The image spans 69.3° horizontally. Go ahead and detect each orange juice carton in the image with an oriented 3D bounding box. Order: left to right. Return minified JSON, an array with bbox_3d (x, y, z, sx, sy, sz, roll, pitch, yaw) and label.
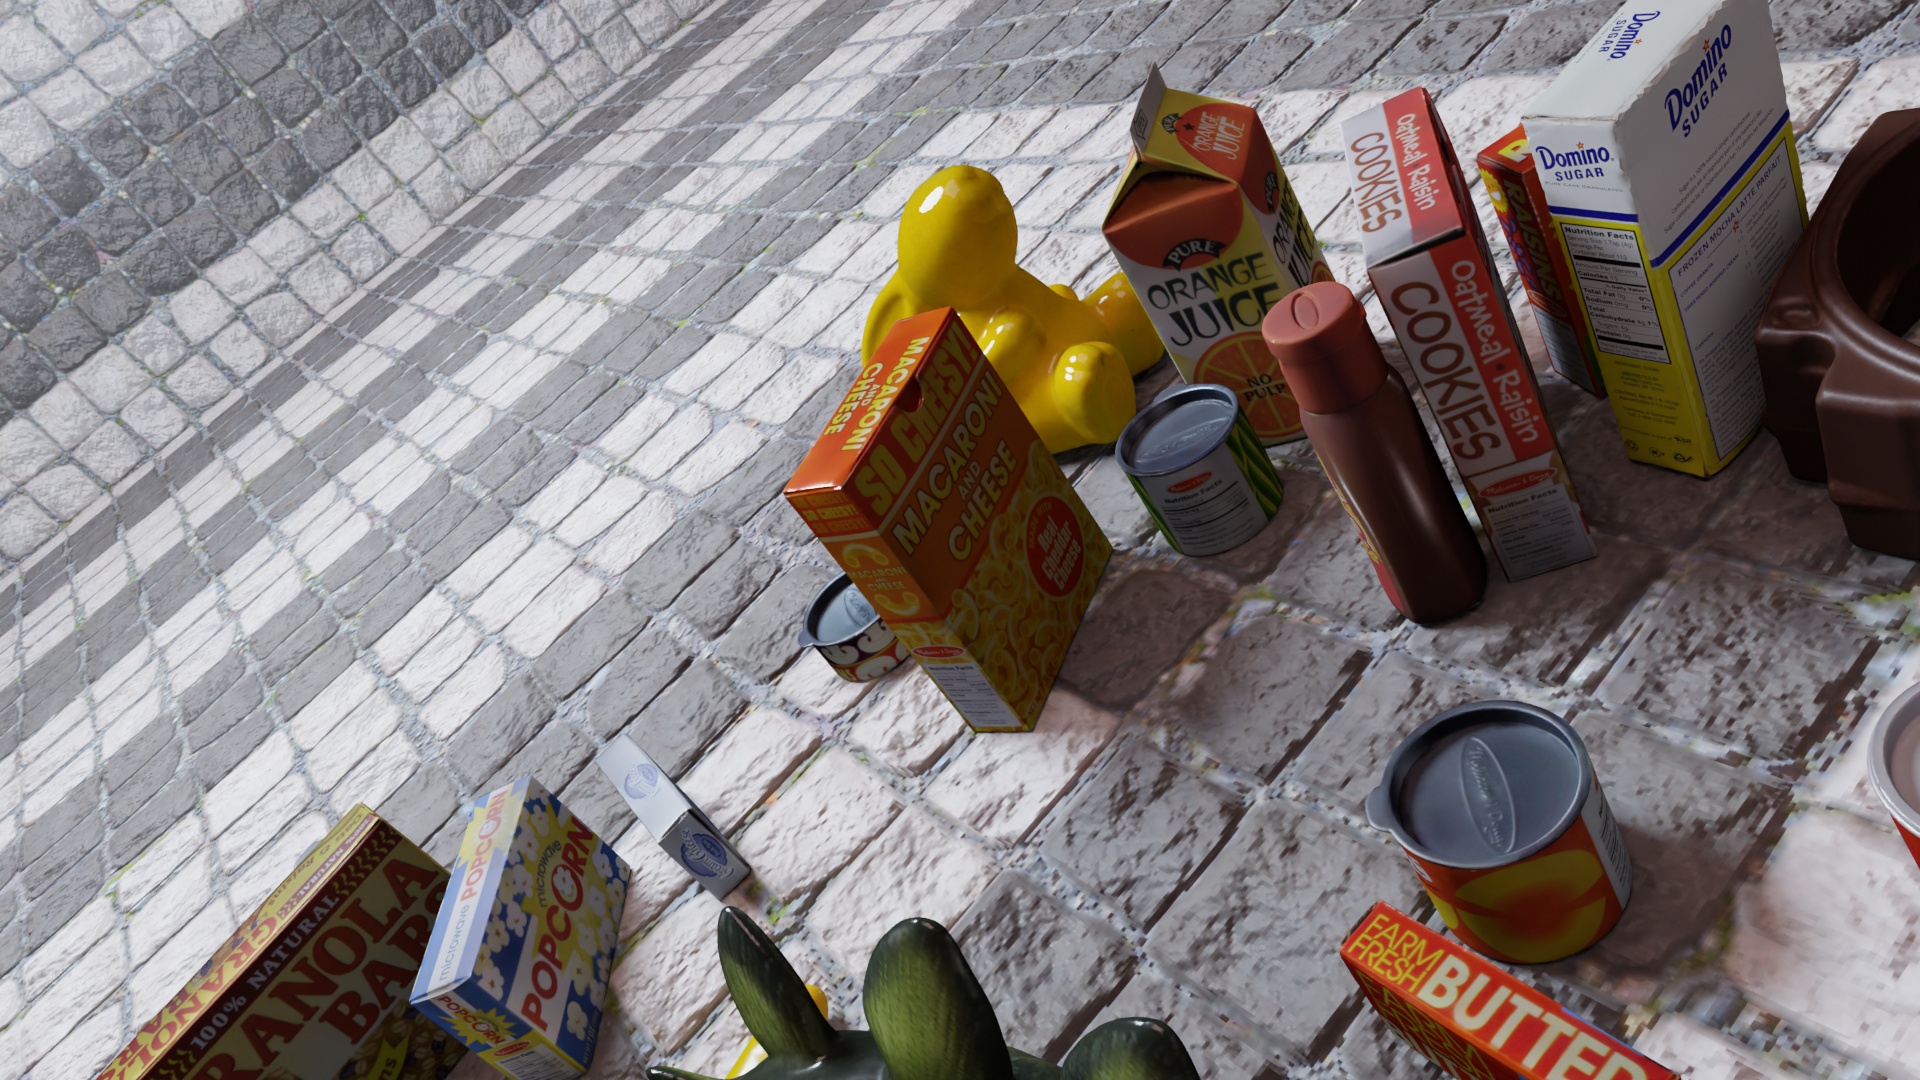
[{"bbox_3d":[0.131,-0.141,0.690,0.073,0.192,0.072,-14,38,32],"label":"orange juice carton"}]

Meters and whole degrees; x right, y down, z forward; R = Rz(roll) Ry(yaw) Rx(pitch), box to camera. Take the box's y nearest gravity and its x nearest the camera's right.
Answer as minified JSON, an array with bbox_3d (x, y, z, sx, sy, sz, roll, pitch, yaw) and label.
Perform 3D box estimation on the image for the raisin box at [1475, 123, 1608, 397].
[{"bbox_3d":[0.287,-0.137,0.603,0.086,0.123,0.040,-33,32,5],"label":"raisin box"}]

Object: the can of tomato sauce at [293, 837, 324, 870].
[{"bbox_3d":[-0.322,0.205,0.769,0.071,0.083,0.071,-25,33,18],"label":"can of tomato sauce"}]

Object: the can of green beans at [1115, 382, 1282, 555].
[{"bbox_3d":[0.119,-0.035,0.691,0.071,0.057,0.071,-25,33,18],"label":"can of green beans"}]

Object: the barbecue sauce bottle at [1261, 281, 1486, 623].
[{"bbox_3d":[0.167,-0.036,0.560,0.043,0.148,0.065,-24,33,19],"label":"barbecue sauce bottle"}]

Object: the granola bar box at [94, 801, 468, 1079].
[{"bbox_3d":[-0.305,0.232,0.678,0.039,0.124,0.166,8,52,49],"label":"granola bar box"}]

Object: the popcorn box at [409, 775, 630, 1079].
[{"bbox_3d":[-0.211,0.190,0.680,0.038,0.085,0.127,-26,33,16],"label":"popcorn box"}]

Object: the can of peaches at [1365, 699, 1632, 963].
[{"bbox_3d":[0.178,0.097,0.460,0.071,0.058,0.071,-25,33,18],"label":"can of peaches"}]

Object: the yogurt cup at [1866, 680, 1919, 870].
[{"bbox_3d":[0.294,0.075,0.383,0.072,0.053,0.073,-25,33,18],"label":"yogurt cup"}]

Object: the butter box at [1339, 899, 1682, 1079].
[{"bbox_3d":[0.164,0.150,0.408,0.024,0.053,0.103,-45,33,-14],"label":"butter box"}]

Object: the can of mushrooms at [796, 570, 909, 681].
[{"bbox_3d":[-0.054,0.045,0.773,0.071,0.033,0.071,-25,33,18],"label":"can of mushrooms"}]

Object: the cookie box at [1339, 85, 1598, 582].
[{"bbox_3d":[0.207,-0.085,0.568,0.040,0.167,0.123,-20,35,24],"label":"cookie box"}]

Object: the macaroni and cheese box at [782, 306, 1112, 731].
[{"bbox_3d":[0.002,-0.008,0.663,0.040,0.166,0.124,-7,42,39],"label":"macaroni and cheese box"}]

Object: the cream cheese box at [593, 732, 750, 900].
[{"bbox_3d":[-0.150,0.141,0.718,0.024,0.053,0.104,-44,33,-13],"label":"cream cheese box"}]
